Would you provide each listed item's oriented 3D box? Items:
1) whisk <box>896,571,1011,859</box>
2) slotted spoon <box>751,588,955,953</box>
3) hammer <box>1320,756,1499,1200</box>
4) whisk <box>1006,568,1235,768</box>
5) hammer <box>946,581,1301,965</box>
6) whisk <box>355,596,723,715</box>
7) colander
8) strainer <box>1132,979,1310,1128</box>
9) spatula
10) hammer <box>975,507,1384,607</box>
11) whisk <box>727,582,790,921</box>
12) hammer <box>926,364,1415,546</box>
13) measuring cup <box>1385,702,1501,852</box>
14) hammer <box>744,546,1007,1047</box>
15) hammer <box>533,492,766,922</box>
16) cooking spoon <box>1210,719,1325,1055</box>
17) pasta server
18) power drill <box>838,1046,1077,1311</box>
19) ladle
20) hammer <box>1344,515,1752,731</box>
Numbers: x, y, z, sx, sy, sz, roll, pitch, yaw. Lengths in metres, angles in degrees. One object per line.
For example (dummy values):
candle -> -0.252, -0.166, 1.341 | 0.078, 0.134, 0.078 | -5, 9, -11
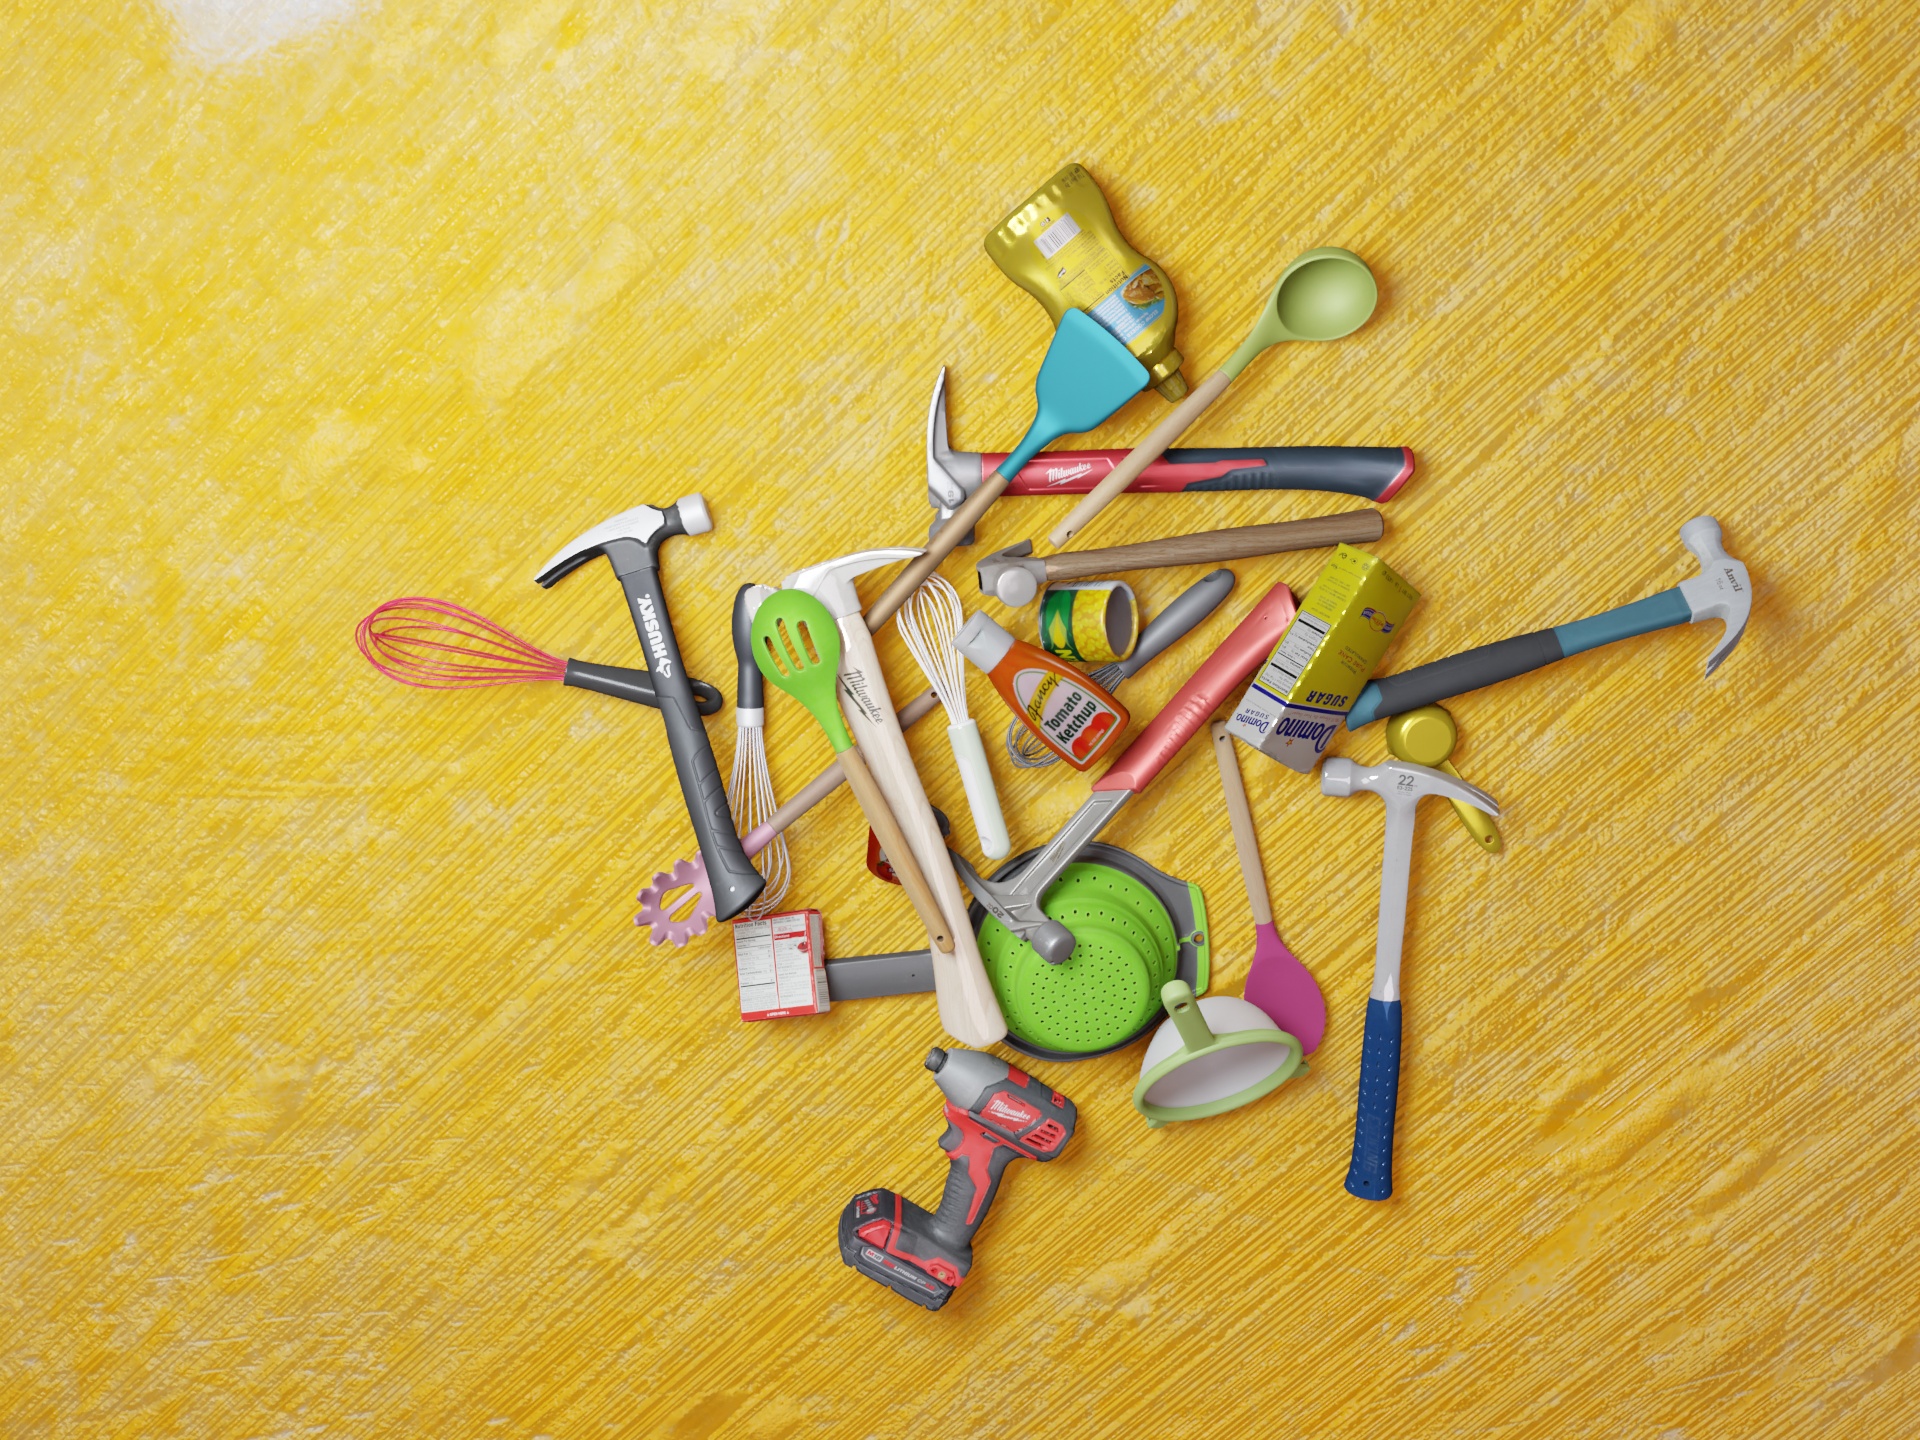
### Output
whisk -> -0.002, -0.004, 1.293 | 0.059, 0.058, 0.246 | -19, 94, -35
slotted spoon -> -0.076, 0.044, 1.232 | 0.070, 0.031, 0.313 | -24, 101, 14
hammer -> 0.373, 0.230, 1.372 | 0.144, 0.035, 0.405 | 5, 108, 16
whisk -> 0.132, -0.044, 1.308 | 0.239, 0.055, 0.055 | -40, 102, 4
hammer -> 0.146, 0.025, 1.307 | 0.359, 0.149, 0.036 | -48, 140, 1
whisk -> -0.339, -0.045, 1.292 | 0.295, 0.073, 0.073 | 12, 104, -10
colander -> 0.019, 0.221, 1.346 | 0.397, 0.094, 0.204 | -6, 105, 1
strainer -> 0.196, 0.254, 1.324 | 0.151, 0.069, 0.256 | -22, 143, 6
spatula -> 0.013, -0.171, 1.231 | 0.082, 0.044, 0.317 | 42, 100, 1
hammer -> 0.174, -0.135, 1.259 | 0.331, 0.130, 0.031 | -9, 105, -10
whisk -> -0.175, 0.028, 1.318 | 0.070, 0.070, 0.284 | 1, 99, -1
hammer -> 0.166, -0.215, 1.266 | 0.386, 0.038, 0.143 | -2, 103, 0
measuring cup -> 0.416, 0.052, 1.341 | 0.062, 0.029, 0.156 | -34, 100, 8
hammer -> -0.034, 0.066, 1.264 | 0.146, 0.038, 0.410 | -18, 100, 11
hammer -> -0.226, -0.005, 1.252 | 0.146, 0.035, 0.335 | -18, 82, -1
cooking spoon -> 0.256, 0.149, 1.371 | 0.069, 0.017, 0.318 | -13, 105, 10
pasta server -> -0.131, 0.069, 1.286 | 0.316, 0.040, 0.060 | -39, 92, -11
power drill -> -0.011, 0.394, 1.403 | 0.143, 0.078, 0.219 | 32, 99, -9
ladle -> 0.190, -0.242, 1.217 | 0.320, 0.062, 0.078 | -44, 128, -3
hammer -> 0.470, -0.060, 1.291 | 0.331, 0.033, 0.128 | -18, 60, 10
